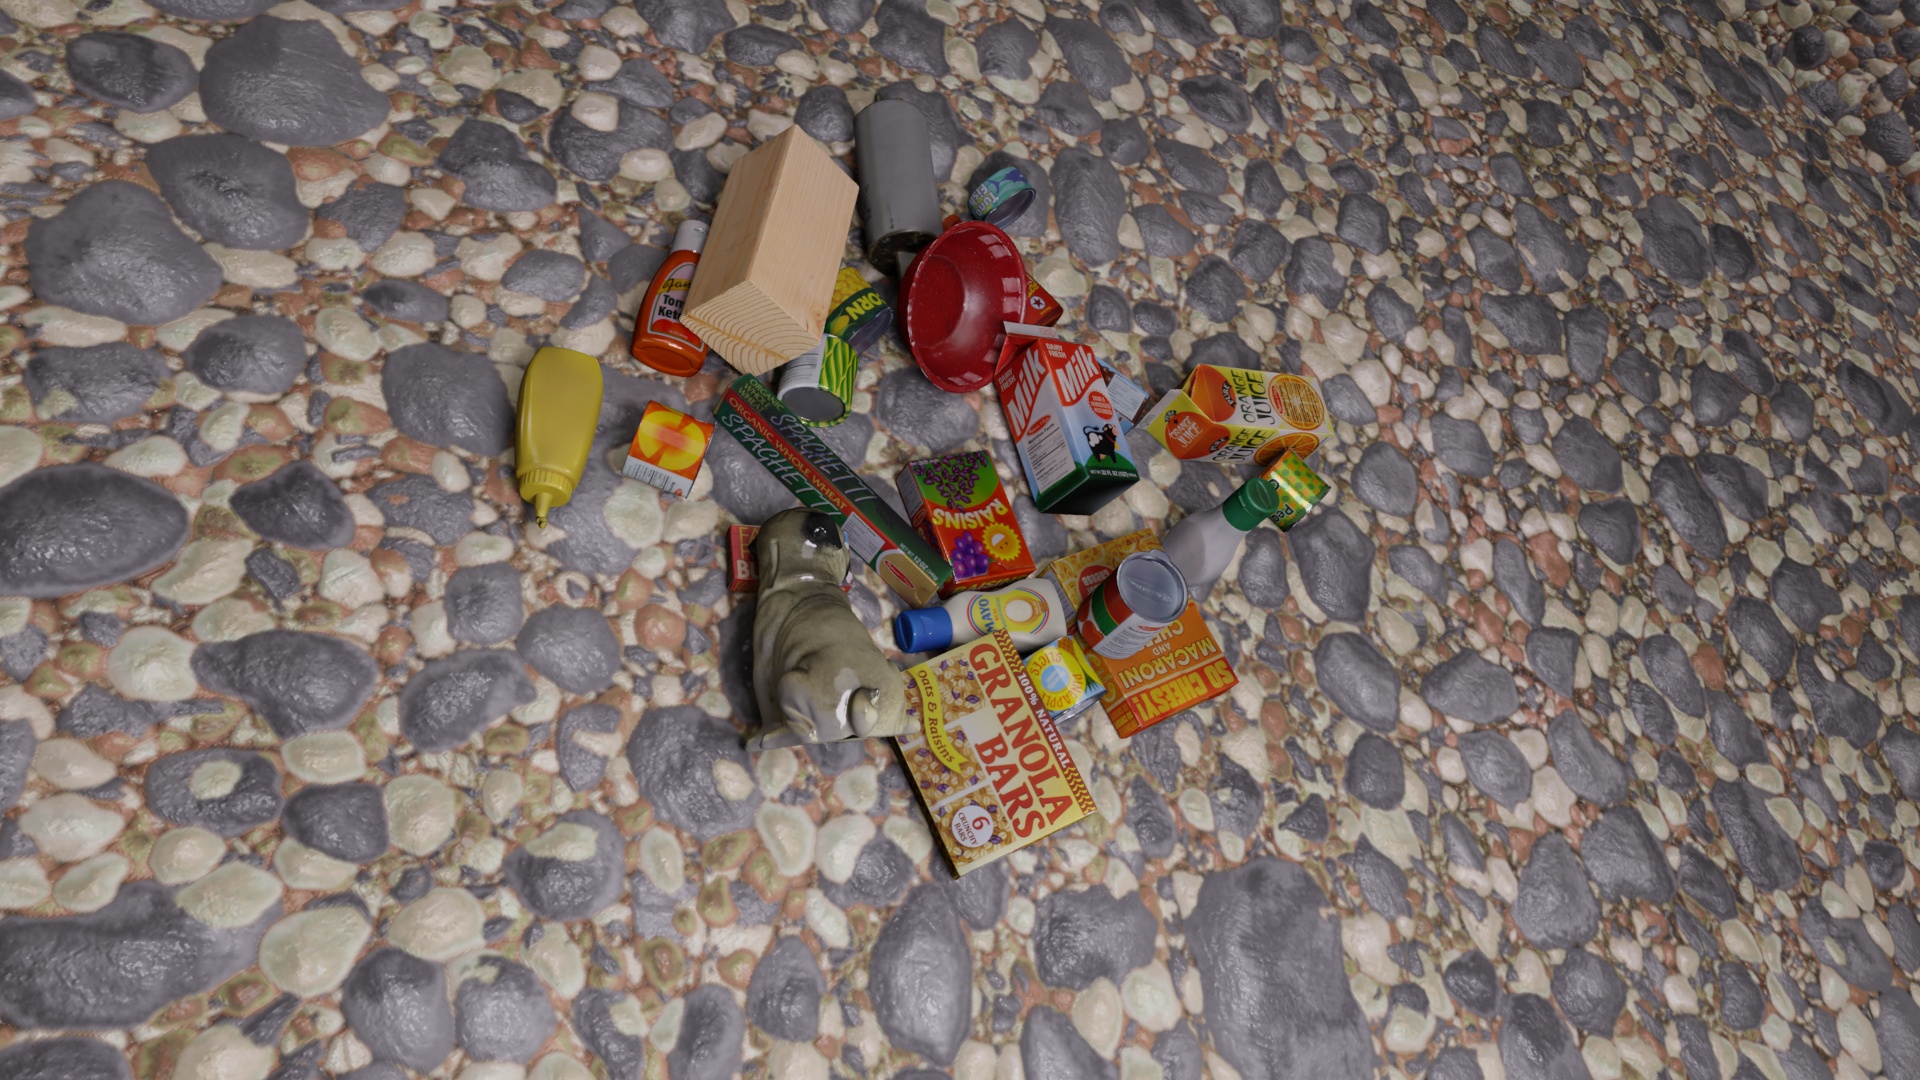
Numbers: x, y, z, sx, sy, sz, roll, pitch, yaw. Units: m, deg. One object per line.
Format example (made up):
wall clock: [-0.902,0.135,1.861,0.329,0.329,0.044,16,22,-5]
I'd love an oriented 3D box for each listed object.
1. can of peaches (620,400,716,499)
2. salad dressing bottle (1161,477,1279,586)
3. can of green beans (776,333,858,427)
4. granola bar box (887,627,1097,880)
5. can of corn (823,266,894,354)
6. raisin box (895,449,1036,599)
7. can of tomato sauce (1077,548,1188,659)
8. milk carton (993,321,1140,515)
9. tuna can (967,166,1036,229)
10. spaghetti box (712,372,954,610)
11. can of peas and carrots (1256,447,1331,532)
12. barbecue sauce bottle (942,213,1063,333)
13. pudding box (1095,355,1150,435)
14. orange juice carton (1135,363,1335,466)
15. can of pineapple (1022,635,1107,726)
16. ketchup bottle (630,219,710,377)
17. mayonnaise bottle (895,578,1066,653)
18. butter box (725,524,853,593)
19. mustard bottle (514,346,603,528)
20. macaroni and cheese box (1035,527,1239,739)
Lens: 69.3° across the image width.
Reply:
can of peaches: [-0.239,-0.077,1.137,0.058,0.071,0.071,21,56,-13]
salad dressing bottle: [0.237,-0.007,1.280,0.044,0.147,0.064,-6,66,-29]
can of green beans: [-0.126,-0.141,1.230,0.071,0.071,0.058,17,57,-17]
granola bar box: [0.016,0.170,1.117,0.124,0.039,0.166,-22,73,-15]
can of corn: [-0.103,-0.211,1.278,0.058,0.070,0.071,49,53,7]
raisin box: [0.004,-0.016,1.238,0.086,0.040,0.123,-9,68,-31]
can of tomato sauce: [0.146,0.055,1.189,0.071,0.082,0.071,10,60,-18]
milk carton: [0.093,-0.124,1.314,0.072,0.073,0.191,1,62,-41]
tuna can: [0.041,-0.351,1.431,0.071,0.070,0.033,-29,77,-35]
spaghetti box: [-0.110,-0.042,1.191,0.250,0.050,0.029,44,51,3]
can of peas and carrots: [0.327,-0.050,1.400,0.059,0.070,0.071,45,53,4]
barbecue sauce bottle: [0.032,-0.262,1.391,0.148,0.043,0.065,47,54,5]
pudding box: [0.143,-0.147,1.387,0.084,0.030,0.050,35,54,-4]
orange juice carton: [0.276,-0.127,1.415,0.193,0.071,0.073,3,62,-25]
can of pineapple: [0.082,0.121,1.179,0.071,0.070,0.058,-23,73,-34]
ketchup bottle: [-0.247,-0.217,1.228,0.065,0.043,0.149,19,55,-23]
mayonnaise bottle: [0.017,0.071,1.194,0.148,0.041,0.065,-6,70,-29]
butter box: [-0.143,0.017,1.157,0.104,0.024,0.053,4,61,-25]
mustard bottle: [-0.325,-0.078,1.107,0.065,0.048,0.161,12,59,-19]
macaroni and cheese box: [0.159,0.082,1.258,0.124,0.040,0.167,-18,71,-32]
